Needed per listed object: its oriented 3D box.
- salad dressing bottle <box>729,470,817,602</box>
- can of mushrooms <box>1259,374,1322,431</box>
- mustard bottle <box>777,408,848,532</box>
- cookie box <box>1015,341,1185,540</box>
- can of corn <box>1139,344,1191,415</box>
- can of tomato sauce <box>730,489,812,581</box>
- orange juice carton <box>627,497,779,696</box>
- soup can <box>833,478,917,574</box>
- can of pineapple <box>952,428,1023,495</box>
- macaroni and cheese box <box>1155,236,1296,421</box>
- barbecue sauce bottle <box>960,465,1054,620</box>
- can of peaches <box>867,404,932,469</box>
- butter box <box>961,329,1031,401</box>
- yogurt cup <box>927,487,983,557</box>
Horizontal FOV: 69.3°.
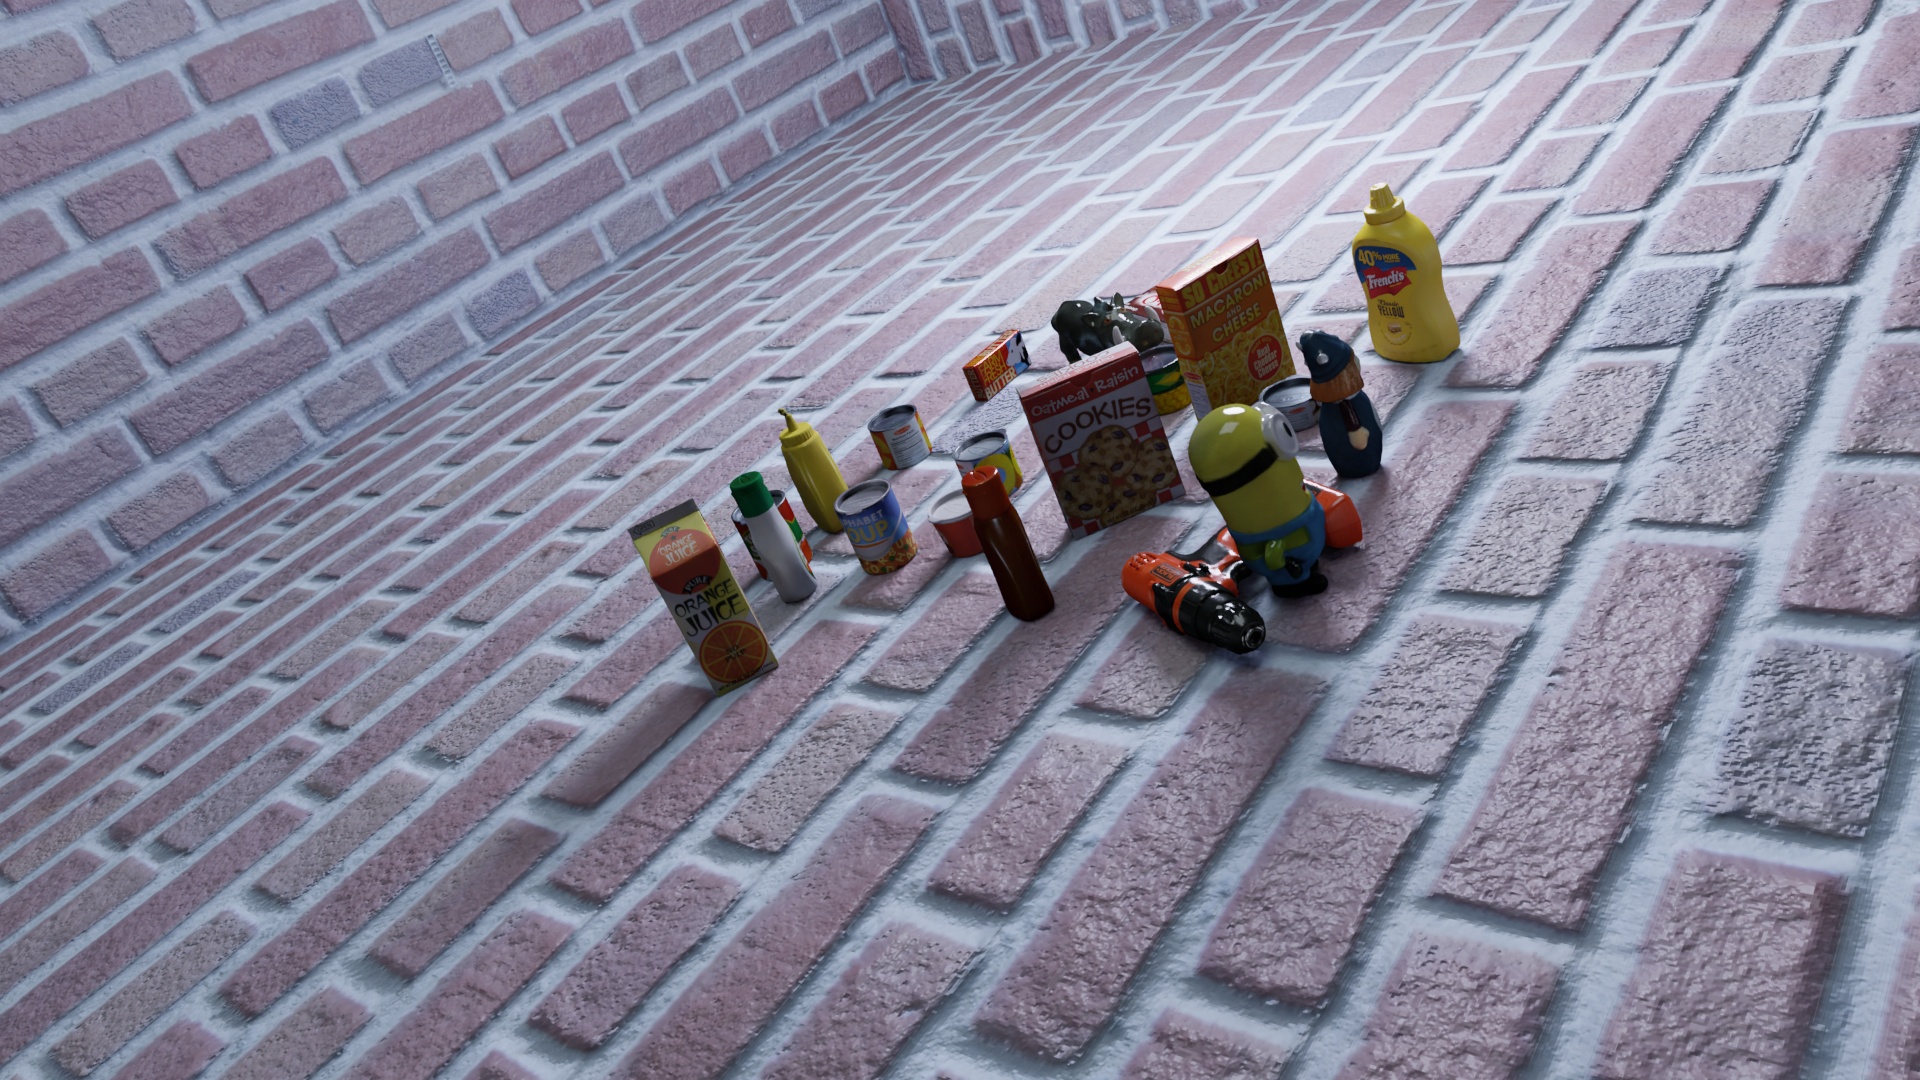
[{"bbox_3d":[-0.203,-0.004,1.498,0.044,0.147,0.064,-29,27,-11],"label":"salad dressing bottle"},{"bbox_3d":[0.350,-0.144,1.456,0.071,0.033,0.071,-18,27,10],"label":"can of mushrooms"},{"bbox_3d":[-0.172,-0.086,1.610,0.049,0.159,0.065,-35,29,-22],"label":"mustard bottle"},{"bbox_3d":[0.141,-0.099,1.385,0.123,0.166,0.040,-23,26,0],"label":"cookie box"},{"bbox_3d":[0.234,-0.185,1.592,0.071,0.058,0.071,-18,27,10],"label":"can of corn"},{"bbox_3d":[-0.213,-0.004,1.578,0.071,0.082,0.071,-18,27,10],"label":"can of tomato sauce"},{"bbox_3d":[-0.258,0.052,1.388,0.072,0.192,0.073,-27,27,-9],"label":"orange juice carton"},{"bbox_3d":[-0.092,-0.013,1.499,0.071,0.083,0.072,-18,27,10],"label":"soup can"},{"bbox_3d":[0.033,-0.083,1.562,0.071,0.057,0.071,-18,27,10],"label":"can of pineapple"},{"bbox_3d":[0.291,-0.227,1.507,0.124,0.165,0.040,-34,28,-20],"label":"macaroni and cheese box"},{"bbox_3d":[0.042,0.002,1.299,0.044,0.148,0.065,-28,27,-11],"label":"barbecue sauce bottle"},{"bbox_3d":[-0.075,-0.129,1.728,0.071,0.058,0.071,-18,27,10],"label":"can of peaches"},{"bbox_3d":[0.049,-0.230,1.824,0.024,0.053,0.104,6,38,44],"label":"butter box"},{"bbox_3d":[0.005,-0.018,1.468,0.072,0.053,0.073,-18,27,10],"label":"yogurt cup"}]
